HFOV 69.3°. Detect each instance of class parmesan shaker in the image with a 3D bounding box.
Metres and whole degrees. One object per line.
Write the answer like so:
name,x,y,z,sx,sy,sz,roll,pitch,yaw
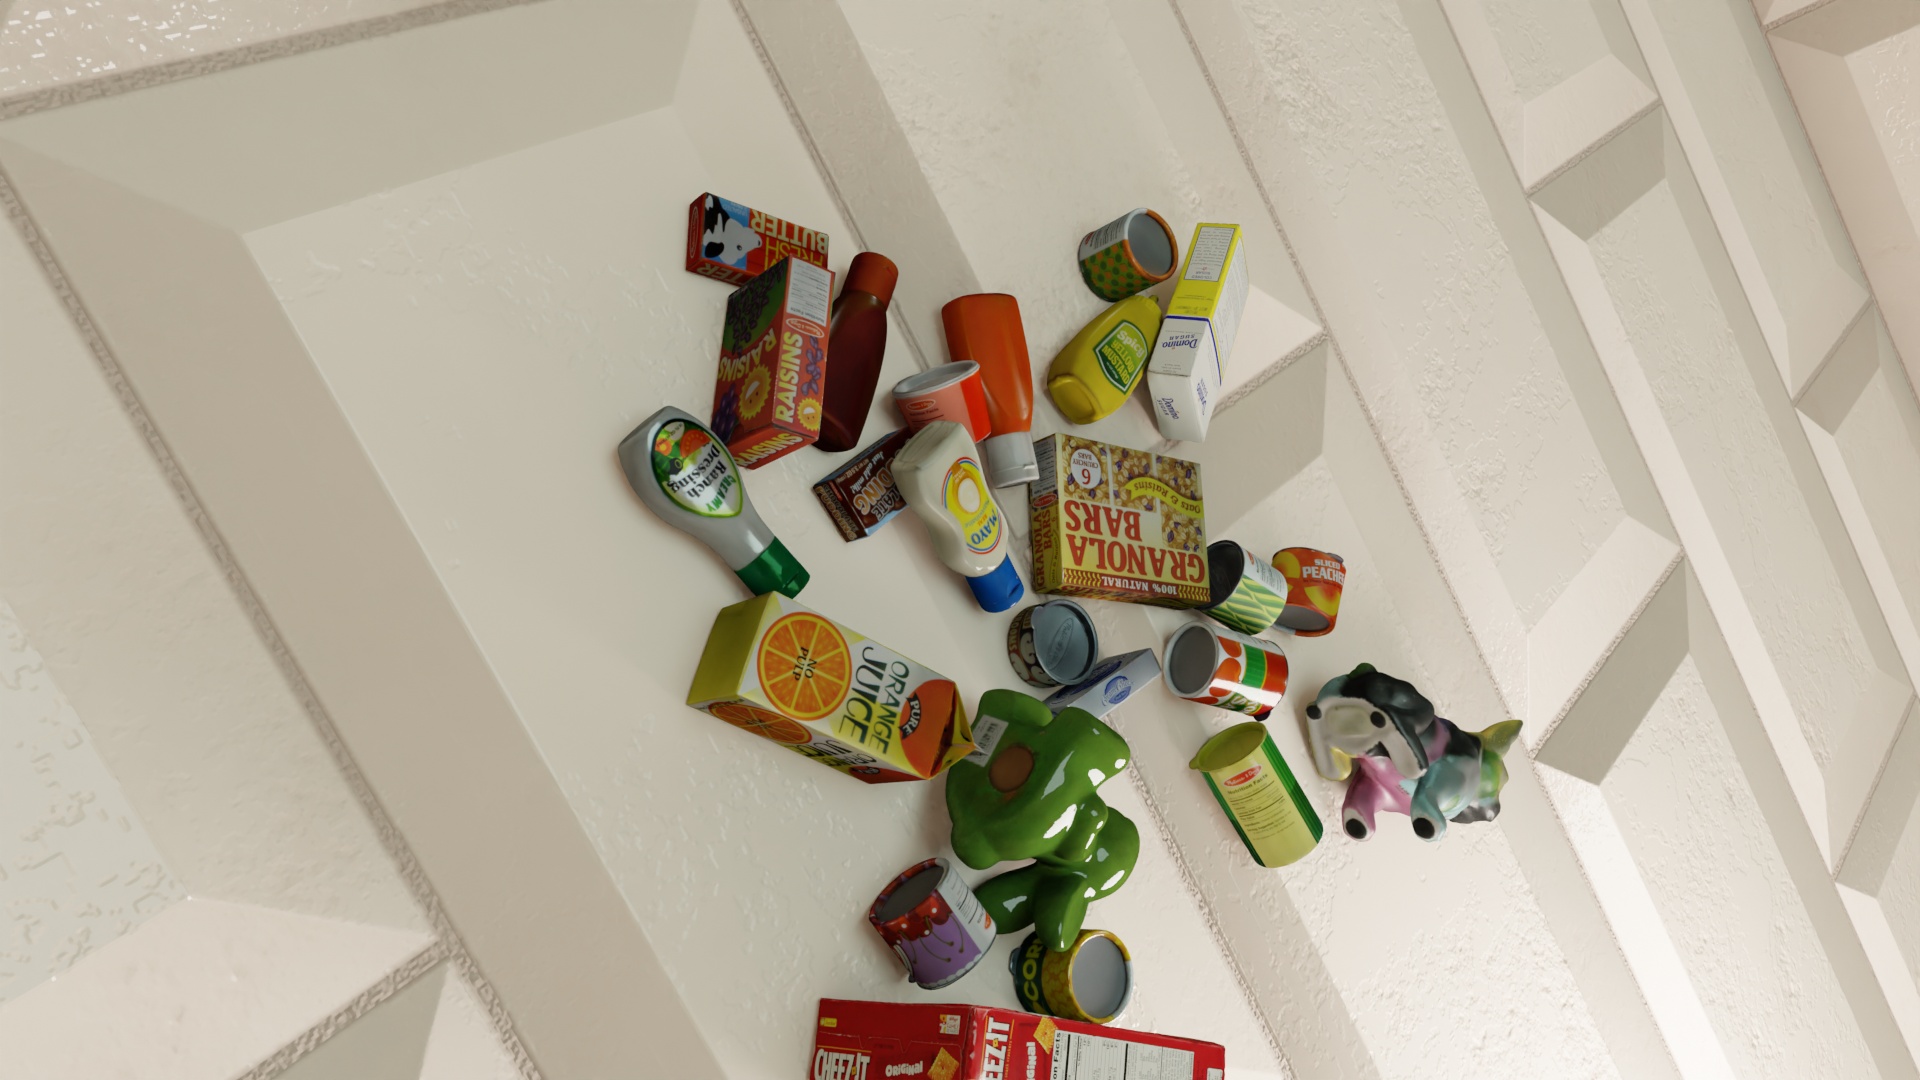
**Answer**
parmesan shaker,0.245,0.212,1.150,0.072,0.071,0.103,-41,105,-37

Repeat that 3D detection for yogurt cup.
yogurt cup,-0.011,-0.097,1.029,0.073,0.072,0.053,-34,112,-39

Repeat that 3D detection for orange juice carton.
orange juice carton,-0.074,0.109,0.920,0.192,0.071,0.073,30,62,-29

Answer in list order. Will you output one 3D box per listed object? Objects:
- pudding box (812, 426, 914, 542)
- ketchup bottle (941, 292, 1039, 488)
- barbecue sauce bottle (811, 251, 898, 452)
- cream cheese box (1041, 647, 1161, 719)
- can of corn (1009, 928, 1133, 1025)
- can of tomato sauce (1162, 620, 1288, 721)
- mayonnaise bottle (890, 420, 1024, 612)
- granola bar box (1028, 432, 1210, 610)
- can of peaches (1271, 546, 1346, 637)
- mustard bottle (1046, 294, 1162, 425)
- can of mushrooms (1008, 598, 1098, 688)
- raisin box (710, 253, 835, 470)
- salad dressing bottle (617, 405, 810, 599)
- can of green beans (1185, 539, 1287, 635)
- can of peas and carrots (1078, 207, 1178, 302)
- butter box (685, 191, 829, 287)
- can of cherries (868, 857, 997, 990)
pudding box,-0.059,-0.040,0.998,0.084,0.030,0.049,-39,105,-38
ketchup bottle,0.029,-0.116,1.079,0.065,0.043,0.149,-7,83,-38
barbecue sauce bottle,-0.081,-0.140,0.998,0.064,0.043,0.149,45,52,-43
cream cheese box,0.103,0.118,1.068,0.104,0.053,0.024,-28,95,-39
can of corn,0.080,0.311,0.996,0.071,0.058,0.071,11,71,-36
can of tomato sauce,0.220,0.109,1.155,0.083,0.071,0.071,17,68,-33
mayonnaise bottle,0.004,-0.013,1.007,0.065,0.041,0.147,-49,128,-31
granola bar box,0.130,-0.013,1.134,0.166,0.039,0.124,9,72,-37
can of peaches,0.307,0.046,1.236,0.071,0.071,0.058,34,61,-27
mustard bottle,0.132,-0.165,1.169,0.065,0.048,0.161,51,53,-20
can of mushrooms,0.070,0.078,1.066,0.071,0.033,0.071,10,73,-36
raisin box,-0.127,-0.118,0.930,0.040,0.086,0.123,17,68,-36
salad dressing bottle,-0.158,-0.019,0.906,0.147,0.044,0.064,50,56,-17
can of green beans,0.235,0.041,1.184,0.058,0.071,0.071,30,61,-30
can of peas and carrots,0.147,-0.244,1.196,0.071,0.058,0.071,10,72,-36
butter box,-0.141,-0.203,0.981,0.103,0.024,0.053,12,70,-35
can of cherries,-0.021,0.256,0.928,0.072,0.071,0.058,-45,106,-37
